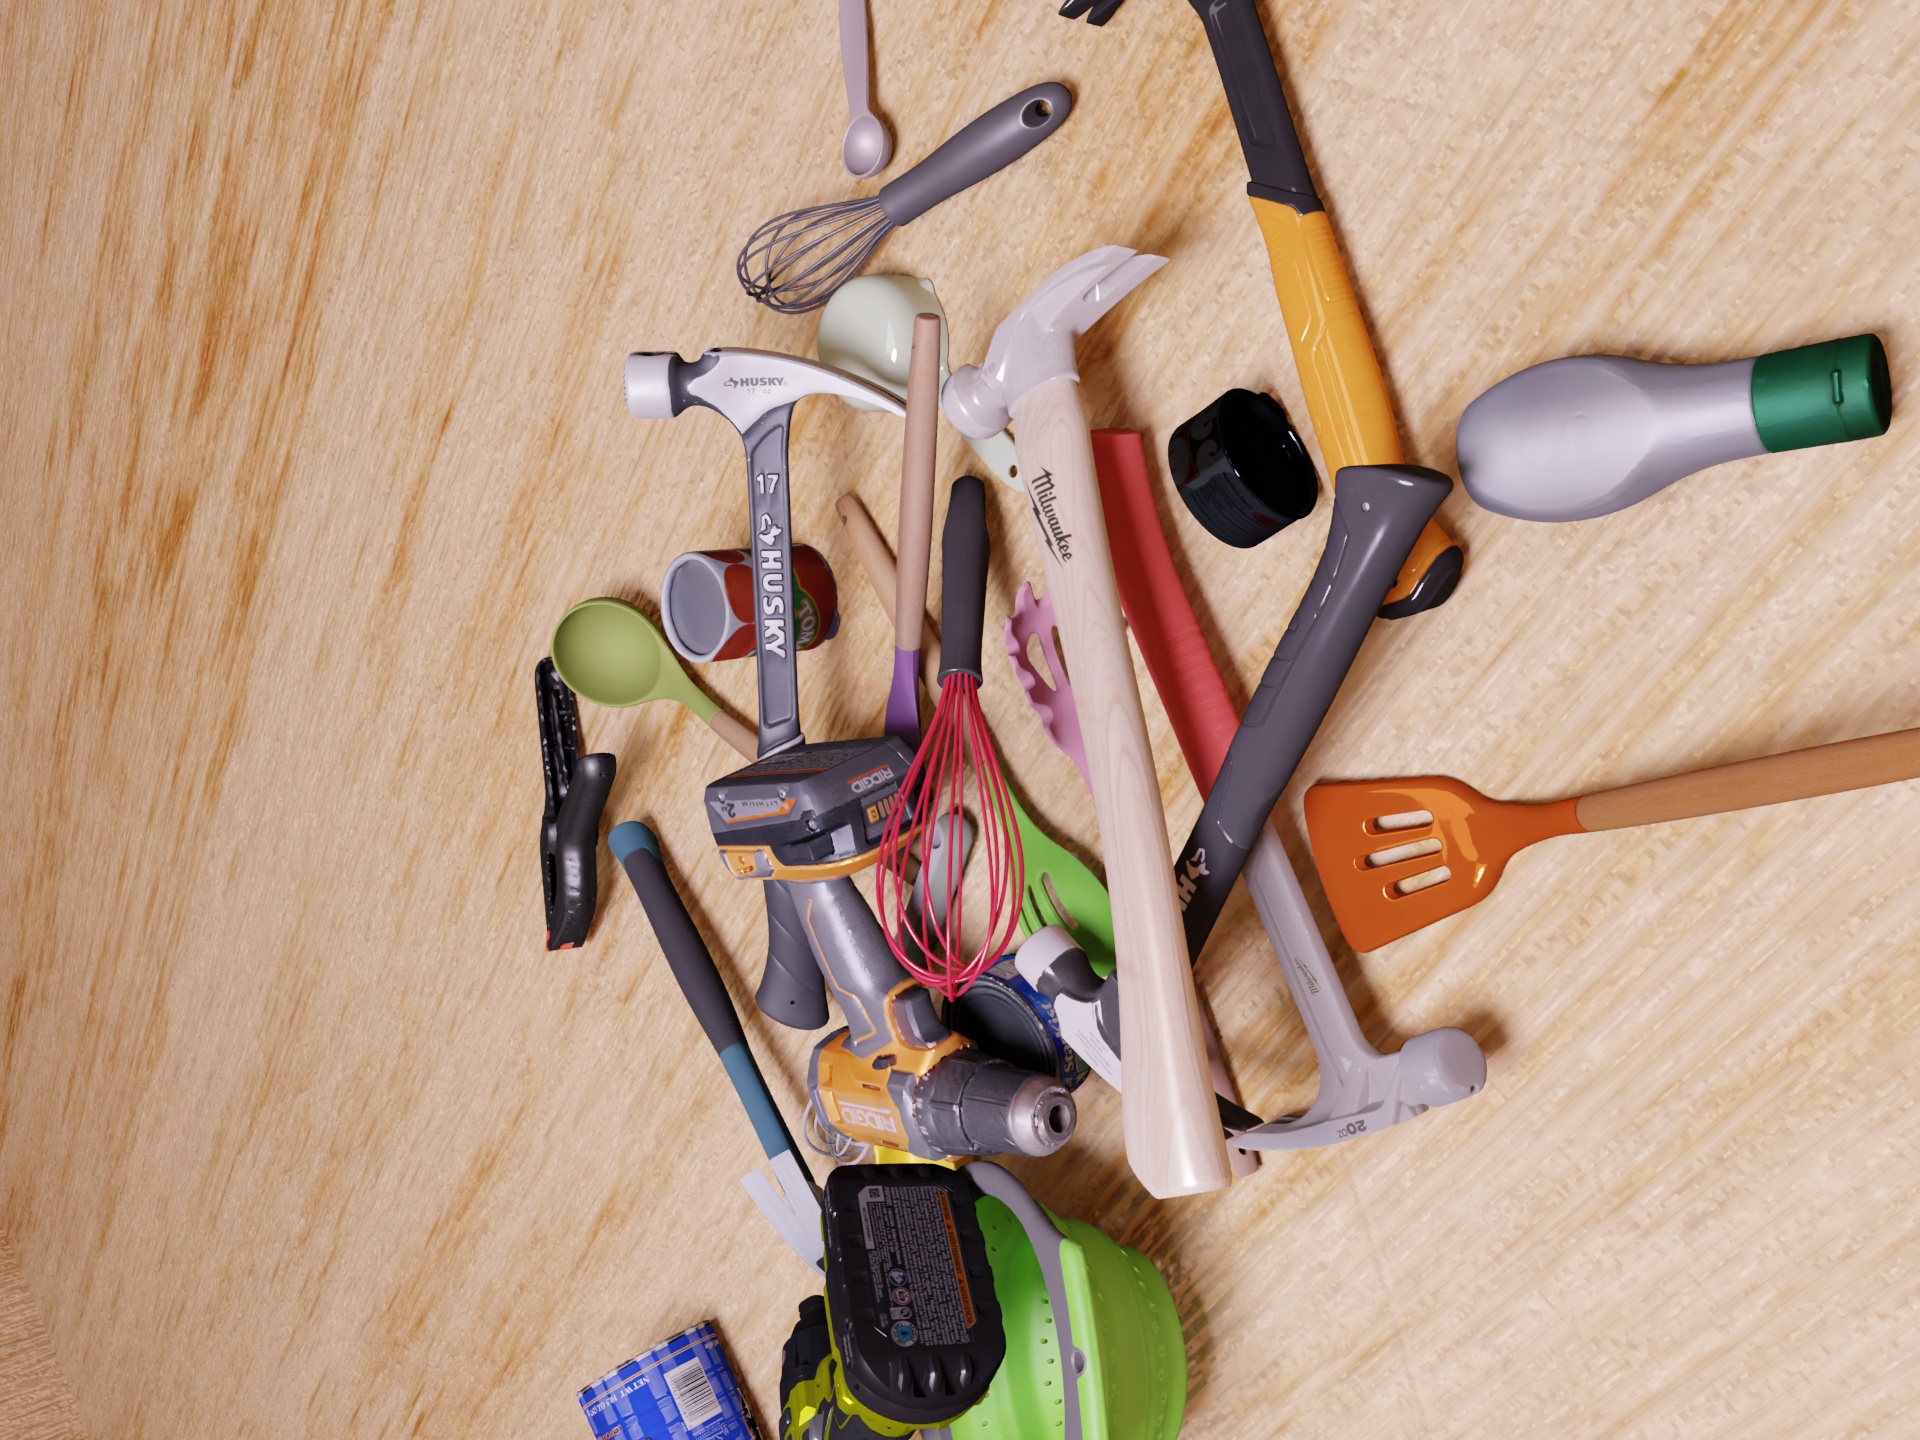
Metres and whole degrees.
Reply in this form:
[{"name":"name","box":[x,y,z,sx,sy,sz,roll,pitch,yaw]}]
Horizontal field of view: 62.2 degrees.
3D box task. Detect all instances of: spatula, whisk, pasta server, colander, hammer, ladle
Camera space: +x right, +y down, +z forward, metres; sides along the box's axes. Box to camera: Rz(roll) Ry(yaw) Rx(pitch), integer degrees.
[{"name":"spatula","box":[0.254,0.035,0.610,0.322,0.041,0.081,-25,80,62]},{"name":"whisk","box":[-0.036,-0.280,0.854,0.239,0.055,0.055,-19,85,39]},{"name":"pasta server","box":[0.092,0.078,0.804,0.040,0.060,0.316,140,111,-76]},{"name":"colander","box":[0.022,0.363,0.894,0.397,0.094,0.205,136,133,-58]},{"name":"hammer","box":[-0.097,-0.004,0.900,0.149,0.036,0.408,-1,112,-1]},{"name":"hammer","box":[-0.151,0.203,1.025,0.033,0.128,0.331,-31,62,-2]},{"name":"hammer","box":[0.120,0.024,0.761,0.149,0.036,0.359,-39,68,53]},{"name":"ladle","box":[-0.145,0.015,1.002,0.320,0.062,0.078,35,122,30]},{"name":"whisk","box":[-0.001,-0.003,0.789,0.073,0.073,0.296,-29,47,42]},{"name":"hammer","box":[0.071,-0.004,0.703,0.146,0.038,0.411,-31,64,53]},{"name":"whisk","box":[-0.039,0.161,0.937,0.058,0.059,0.246,55,131,57]},{"name":"spatula","box":[-0.026,-0.062,0.853,0.060,0.018,0.315,-127,34,-51]},{"name":"hammer","box":[0.126,0.037,0.693,0.146,0.035,0.334,46,129,35]},{"name":"hammer","box":[0.144,-0.205,0.706,0.127,0.034,0.337,-21,83,42]}]

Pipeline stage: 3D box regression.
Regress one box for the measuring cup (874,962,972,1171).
[{"name":"measuring cup","box":[-0.007,0.215,0.935,0.062,0.029,0.156,20,100,30]}]

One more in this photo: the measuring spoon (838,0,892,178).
[{"name":"measuring spoon","box":[-0.052,-0.359,0.877,0.034,0.018,0.124,-7,86,45]}]

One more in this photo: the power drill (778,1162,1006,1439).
[{"name":"power drill","box":[-0.052,0.345,0.854,0.171,0.080,0.223,-107,28,-47]}]

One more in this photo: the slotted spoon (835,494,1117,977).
[{"name":"slotted spoon","box":[0.001,0.004,0.883,0.070,0.031,0.314,-46,65,45]}]

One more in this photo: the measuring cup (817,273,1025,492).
[{"name":"measuring cup","box":[-0.021,-0.178,0.860,0.168,0.038,0.083,50,127,27]}]

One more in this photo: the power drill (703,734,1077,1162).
[{"name":"power drill","box":[-0.034,0.126,0.830,0.185,0.084,0.226,-6,105,51]}]
